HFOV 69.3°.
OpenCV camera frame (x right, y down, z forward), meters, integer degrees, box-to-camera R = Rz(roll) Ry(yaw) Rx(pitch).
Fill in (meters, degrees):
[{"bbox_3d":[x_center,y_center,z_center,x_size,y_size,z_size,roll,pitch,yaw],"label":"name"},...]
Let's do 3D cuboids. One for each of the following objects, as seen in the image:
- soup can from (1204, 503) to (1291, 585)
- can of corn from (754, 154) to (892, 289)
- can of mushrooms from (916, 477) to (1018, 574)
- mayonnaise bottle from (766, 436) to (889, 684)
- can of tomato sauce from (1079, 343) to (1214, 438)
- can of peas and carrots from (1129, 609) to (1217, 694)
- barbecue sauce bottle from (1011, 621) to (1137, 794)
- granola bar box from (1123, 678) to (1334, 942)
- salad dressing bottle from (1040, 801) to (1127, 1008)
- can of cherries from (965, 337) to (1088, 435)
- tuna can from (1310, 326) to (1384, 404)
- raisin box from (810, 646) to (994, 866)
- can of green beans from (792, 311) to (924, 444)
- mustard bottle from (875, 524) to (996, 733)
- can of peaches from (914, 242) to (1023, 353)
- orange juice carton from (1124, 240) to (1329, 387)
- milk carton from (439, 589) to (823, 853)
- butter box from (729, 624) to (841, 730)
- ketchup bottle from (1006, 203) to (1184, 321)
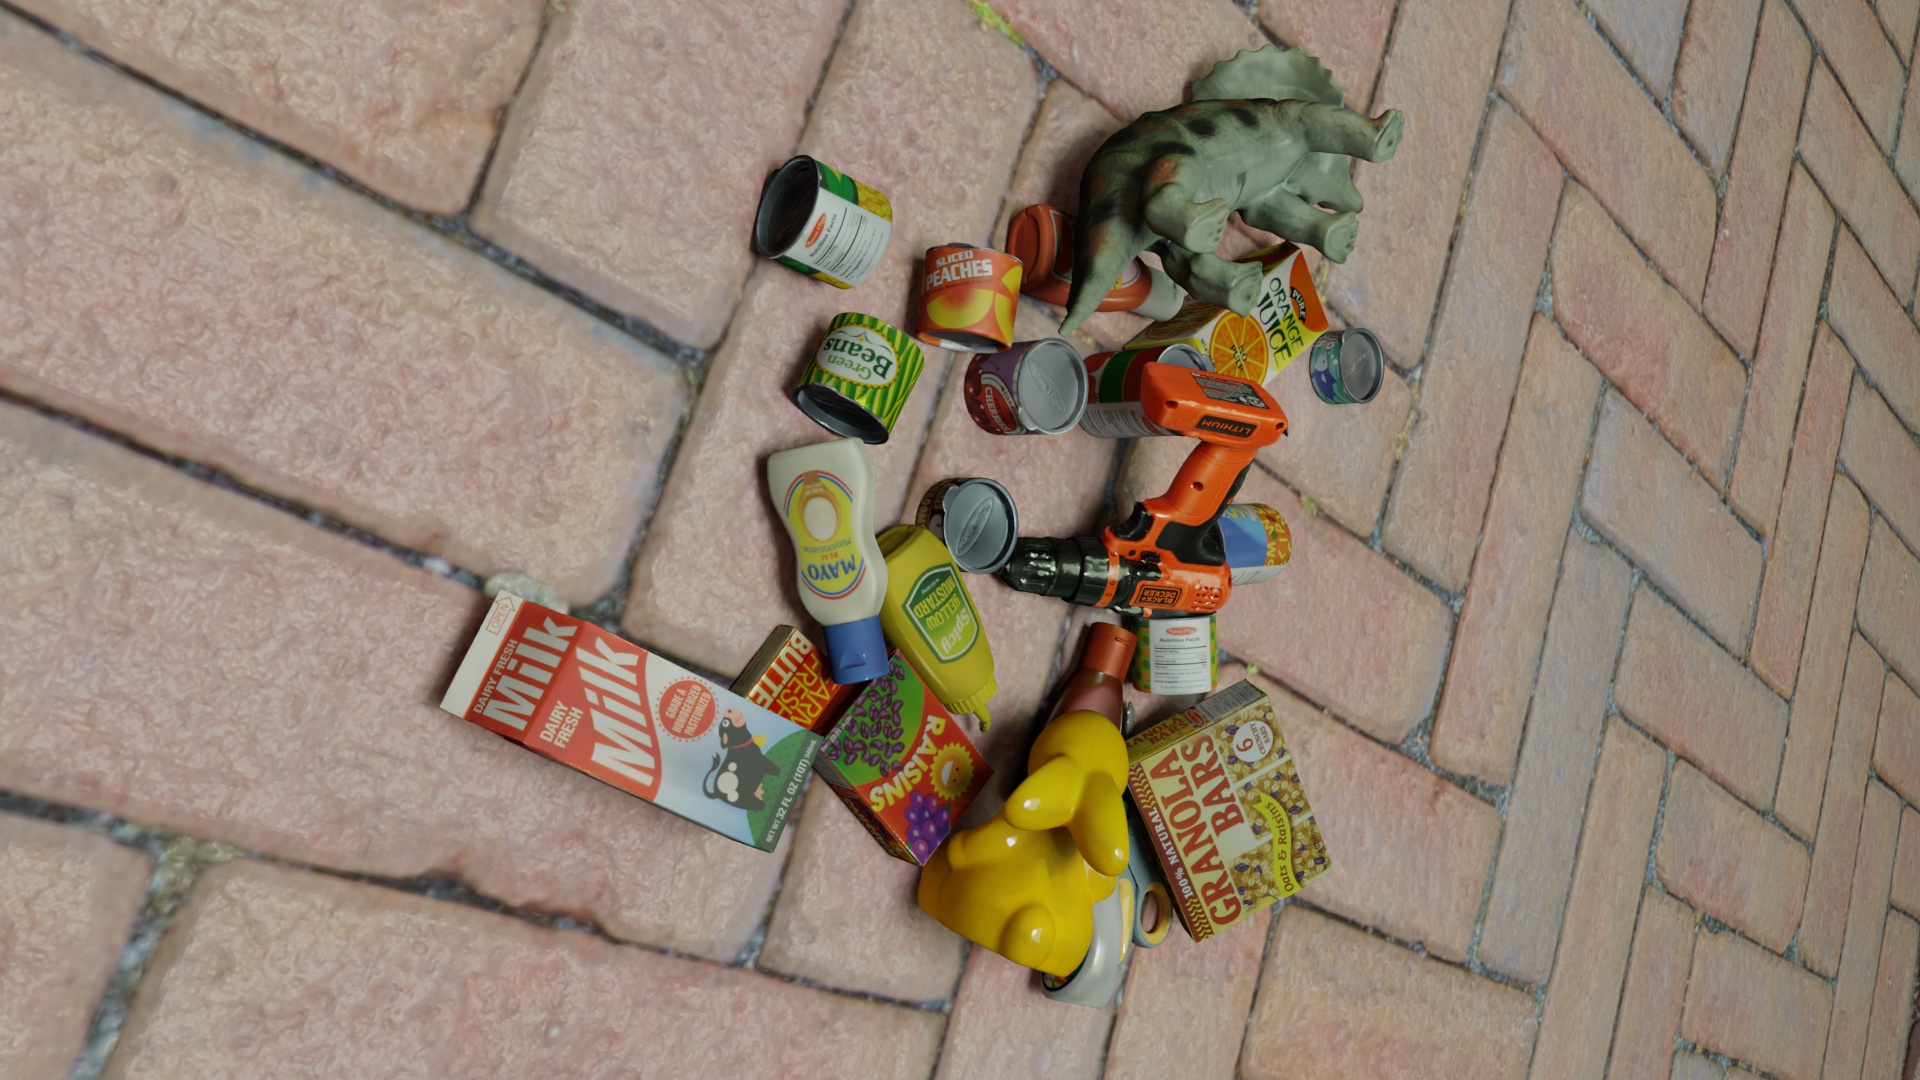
[{"bbox_3d":[0.209,0.001,1.095,0.084,0.071,0.071,-4,94,-39],"label":"soup can"},{"bbox_3d":[-0.085,-0.196,0.854,0.058,0.071,0.071,18,80,-39],"label":"can of corn"},{"bbox_3d":[0.003,-0.012,0.948,0.071,0.033,0.071,-2,93,-39],"label":"can of mushrooms"},{"bbox_3d":[-0.075,0.013,0.859,0.041,0.065,0.148,-22,100,-81],"label":"mayonnaise bottle"},{"bbox_3d":[0.134,-0.110,1.019,0.071,0.083,0.071,-2,93,-39],"label":"can of tomato sauce"},{"bbox_3d":[0.163,0.083,1.061,0.071,0.071,0.058,-6,96,-39],"label":"can of peas and carrots"},{"bbox_3d":[0.090,0.134,1.014,0.065,0.043,0.149,26,73,-17],"label":"barbecue sauce bottle"},{"bbox_3d":[0.199,0.206,1.054,0.124,0.039,0.165,-26,108,-6],"label":"granola bar box"},{"bbox_3d":[0.094,0.262,1.015,0.044,0.064,0.148,20,70,-27],"label":"salad dressing bottle"},{"bbox_3d":[0.044,-0.104,0.963,0.071,0.058,0.071,-2,94,-40],"label":"can of cherries"},{"bbox_3d":[0.337,-0.154,1.215,0.071,0.033,0.071,-2,92,-39],"label":"tuna can"},{"bbox_3d":[-0.043,0.141,0.912,0.086,0.040,0.123,-50,121,-27],"label":"raisin box"},{"bbox_3d":[-0.063,-0.101,0.871,0.071,0.071,0.058,37,69,-34],"label":"can of green beans"},{"bbox_3d":[-0.013,0.066,0.927,0.065,0.049,0.159,-42,116,-28],"label":"mustard bottle"},{"bbox_3d":[0.005,-0.160,0.923,0.071,0.071,0.058,11,85,-39],"label":"can of peaches"},{"bbox_3d":[0.223,-0.171,1.097,0.193,0.073,0.071,-40,115,-32],"label":"orange juice carton"},{"bbox_3d":[-0.181,0.100,0.764,0.190,0.073,0.072,29,73,-21],"label":"milk carton"},{"bbox_3d":[-0.119,0.107,0.858,0.053,0.024,0.104,49,63,-28],"label":"butter box"},{"bbox_3d":[0.101,-0.195,1.016,0.149,0.043,0.065,11,73,-39],"label":"ketchup bottle"}]
